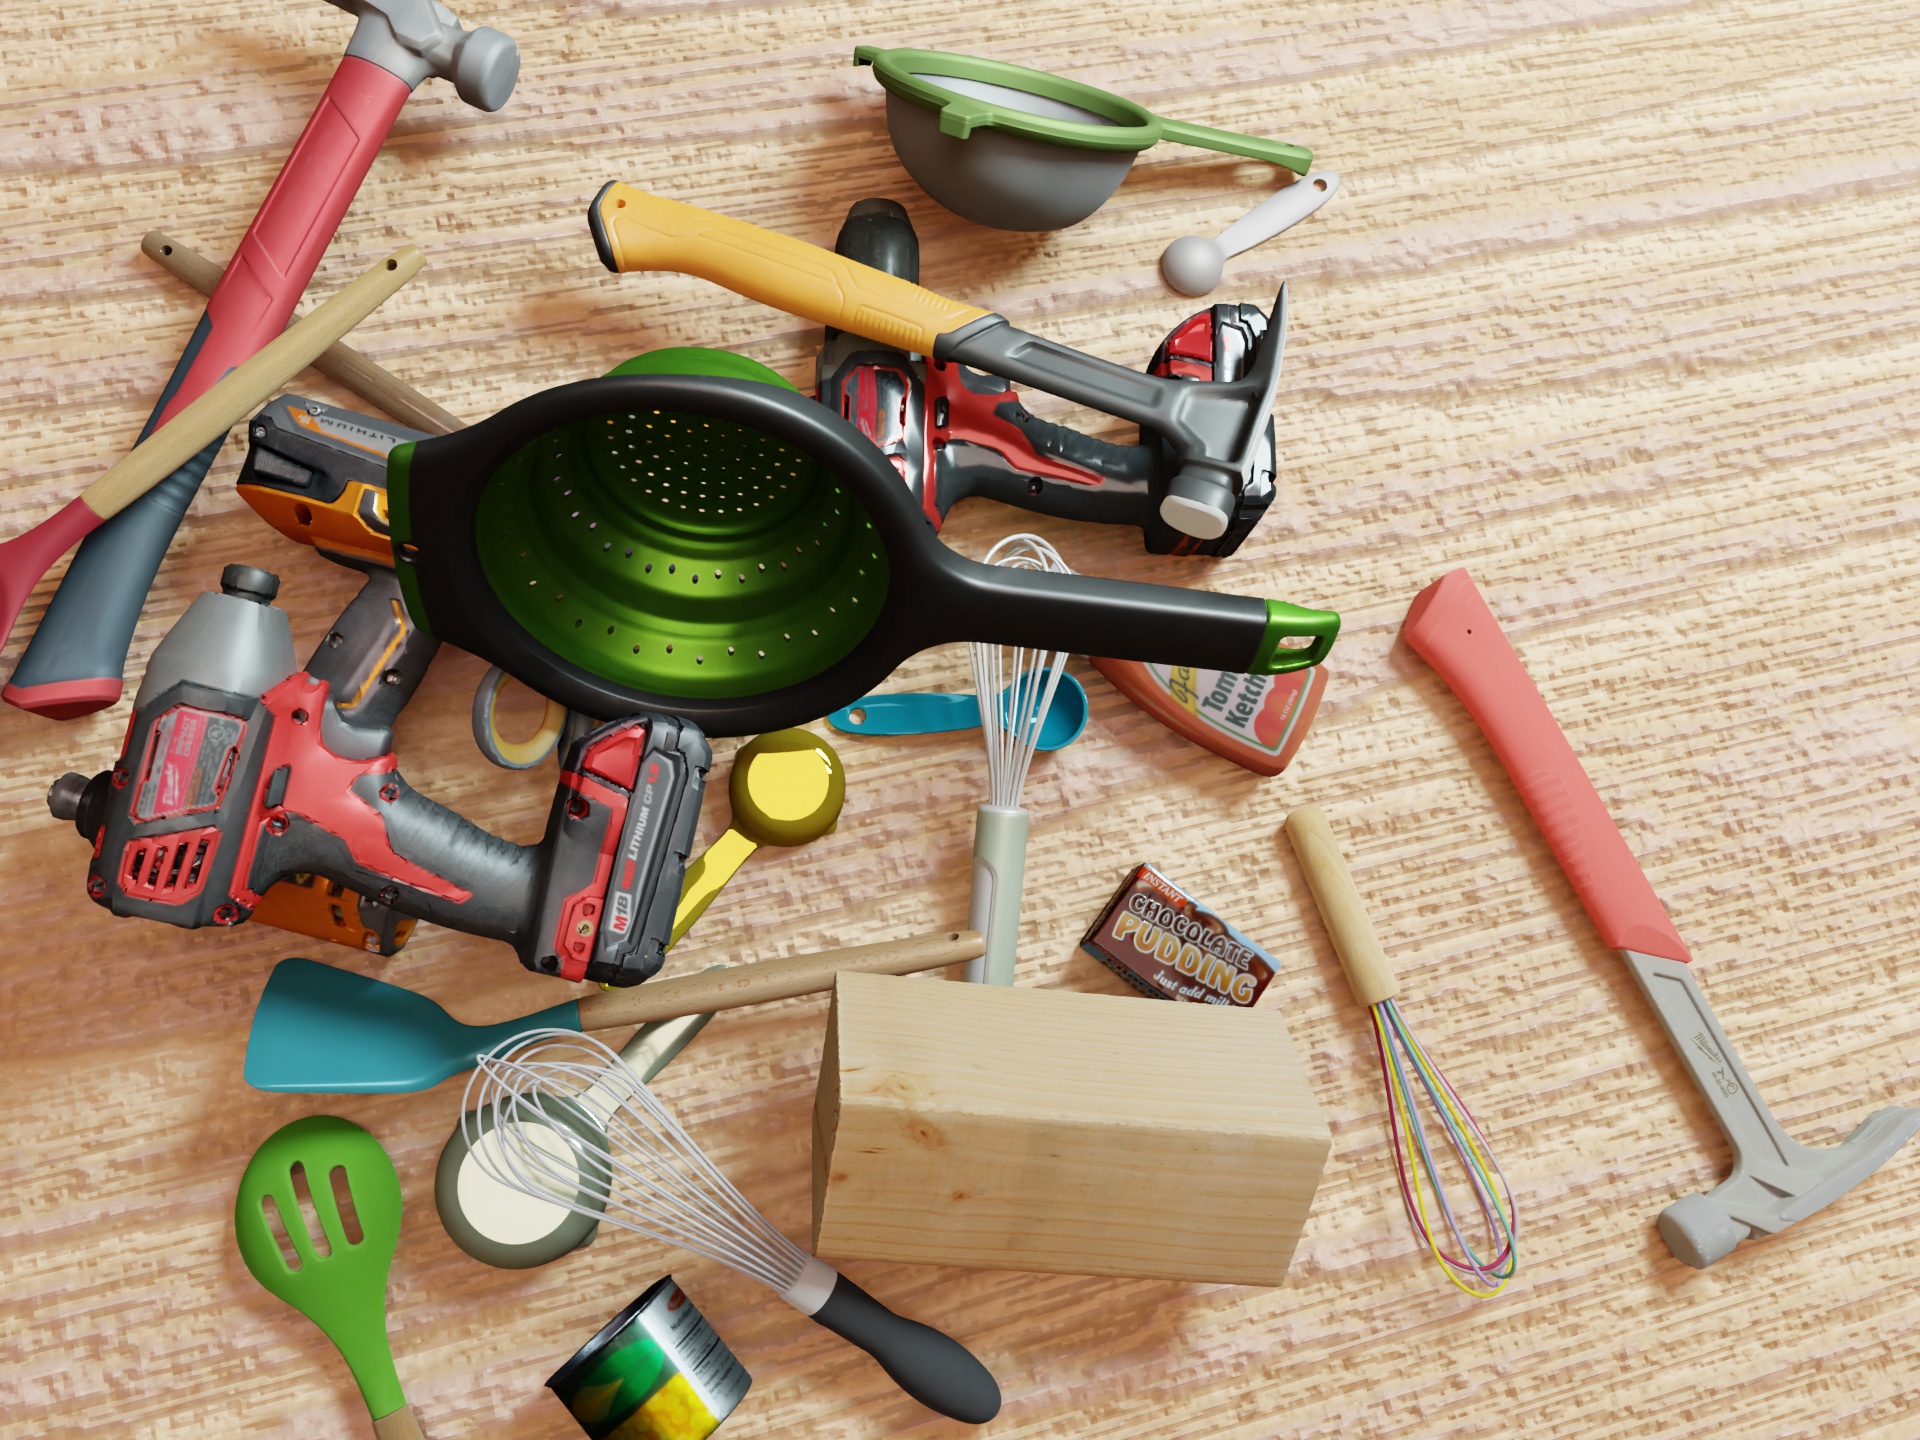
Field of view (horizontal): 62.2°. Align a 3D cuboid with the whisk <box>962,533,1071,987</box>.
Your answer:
[{"bbox_3d":[0.021,0.035,0.751,0.059,0.058,0.246,6,90,-37],"label":"whisk"}]

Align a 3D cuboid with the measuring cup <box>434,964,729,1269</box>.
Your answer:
[{"bbox_3d":[-0.163,0.172,0.712,0.083,0.038,0.167,43,76,3],"label":"measuring cup"}]

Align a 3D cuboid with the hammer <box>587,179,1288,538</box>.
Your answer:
[{"bbox_3d":[-0.015,-0.196,0.753,0.337,0.034,0.127,20,72,6],"label":"hammer"}]

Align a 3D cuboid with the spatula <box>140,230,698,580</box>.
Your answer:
[{"bbox_3d":[-0.266,-0.148,0.780,0.316,0.018,0.060,33,83,-1],"label":"spatula"}]

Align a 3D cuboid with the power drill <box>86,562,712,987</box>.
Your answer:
[{"bbox_3d":[-0.222,0.027,0.649,0.219,0.078,0.143,14,84,-18],"label":"power drill"}]

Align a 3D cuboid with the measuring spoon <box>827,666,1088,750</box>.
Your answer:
[{"bbox_3d":[-0.001,-0.003,0.791,0.128,0.021,0.042,-2,78,1],"label":"measuring spoon"}]

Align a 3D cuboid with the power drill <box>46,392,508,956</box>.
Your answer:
[{"bbox_3d":[-0.298,-0.024,0.715,0.164,0.084,0.226,16,81,-5],"label":"power drill"}]

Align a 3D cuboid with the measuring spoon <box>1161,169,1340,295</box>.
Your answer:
[{"bbox_3d":[0.163,-0.273,0.870,0.124,0.018,0.034,-34,84,-15],"label":"measuring spoon"}]

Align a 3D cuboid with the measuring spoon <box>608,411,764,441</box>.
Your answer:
[{"bbox_3d":[-0.142,-0.148,0.804,0.117,0.011,0.021,-1,77,-12],"label":"measuring spoon"}]

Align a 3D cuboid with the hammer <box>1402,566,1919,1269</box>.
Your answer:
[{"bbox_3d":[0.339,0.081,0.808,0.149,0.036,0.359,-26,83,-13],"label":"hammer"}]

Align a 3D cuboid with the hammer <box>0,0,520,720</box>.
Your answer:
[{"bbox_3d":[-0.356,-0.184,0.747,0.143,0.038,0.386,24,81,0],"label":"hammer"}]

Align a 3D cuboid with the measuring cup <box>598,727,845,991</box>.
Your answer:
[{"bbox_3d":[-0.114,0.066,0.747,0.062,0.029,0.156,41,74,2],"label":"measuring cup"}]

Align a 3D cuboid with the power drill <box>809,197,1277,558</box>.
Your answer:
[{"bbox_3d":[0.037,-0.169,0.802,0.226,0.080,0.188,1,77,-5],"label":"power drill"}]

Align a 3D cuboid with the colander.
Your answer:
[{"bbox_3d":[-0.034,-0.082,0.691,0.397,0.204,0.095,6,49,-7],"label":"colander"}]

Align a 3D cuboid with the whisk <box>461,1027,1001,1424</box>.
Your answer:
[{"bbox_3d":[-0.091,0.225,0.685,0.284,0.070,0.070,39,75,-14],"label":"whisk"}]

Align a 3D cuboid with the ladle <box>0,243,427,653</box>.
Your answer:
[{"bbox_3d":[-0.364,-0.112,0.703,0.315,0.031,0.069,-42,87,-10],"label":"ladle"}]

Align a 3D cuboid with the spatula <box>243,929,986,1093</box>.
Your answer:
[{"bbox_3d":[-0.145,0.120,0.708,0.317,0.082,0.044,-9,122,-6],"label":"spatula"}]

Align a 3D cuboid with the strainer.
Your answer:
[{"bbox_3d":[0.071,-0.291,0.840,0.256,0.069,0.152,1,32,-25],"label":"strainer"}]

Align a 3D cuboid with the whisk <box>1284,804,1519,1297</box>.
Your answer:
[{"bbox_3d":[0.210,0.157,0.770,0.047,0.051,0.245,-19,78,-6],"label":"whisk"}]

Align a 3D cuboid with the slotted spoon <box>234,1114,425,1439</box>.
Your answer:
[{"bbox_3d":[-0.231,0.318,0.677,0.070,0.031,0.314,-23,83,-13],"label":"slotted spoon"}]
